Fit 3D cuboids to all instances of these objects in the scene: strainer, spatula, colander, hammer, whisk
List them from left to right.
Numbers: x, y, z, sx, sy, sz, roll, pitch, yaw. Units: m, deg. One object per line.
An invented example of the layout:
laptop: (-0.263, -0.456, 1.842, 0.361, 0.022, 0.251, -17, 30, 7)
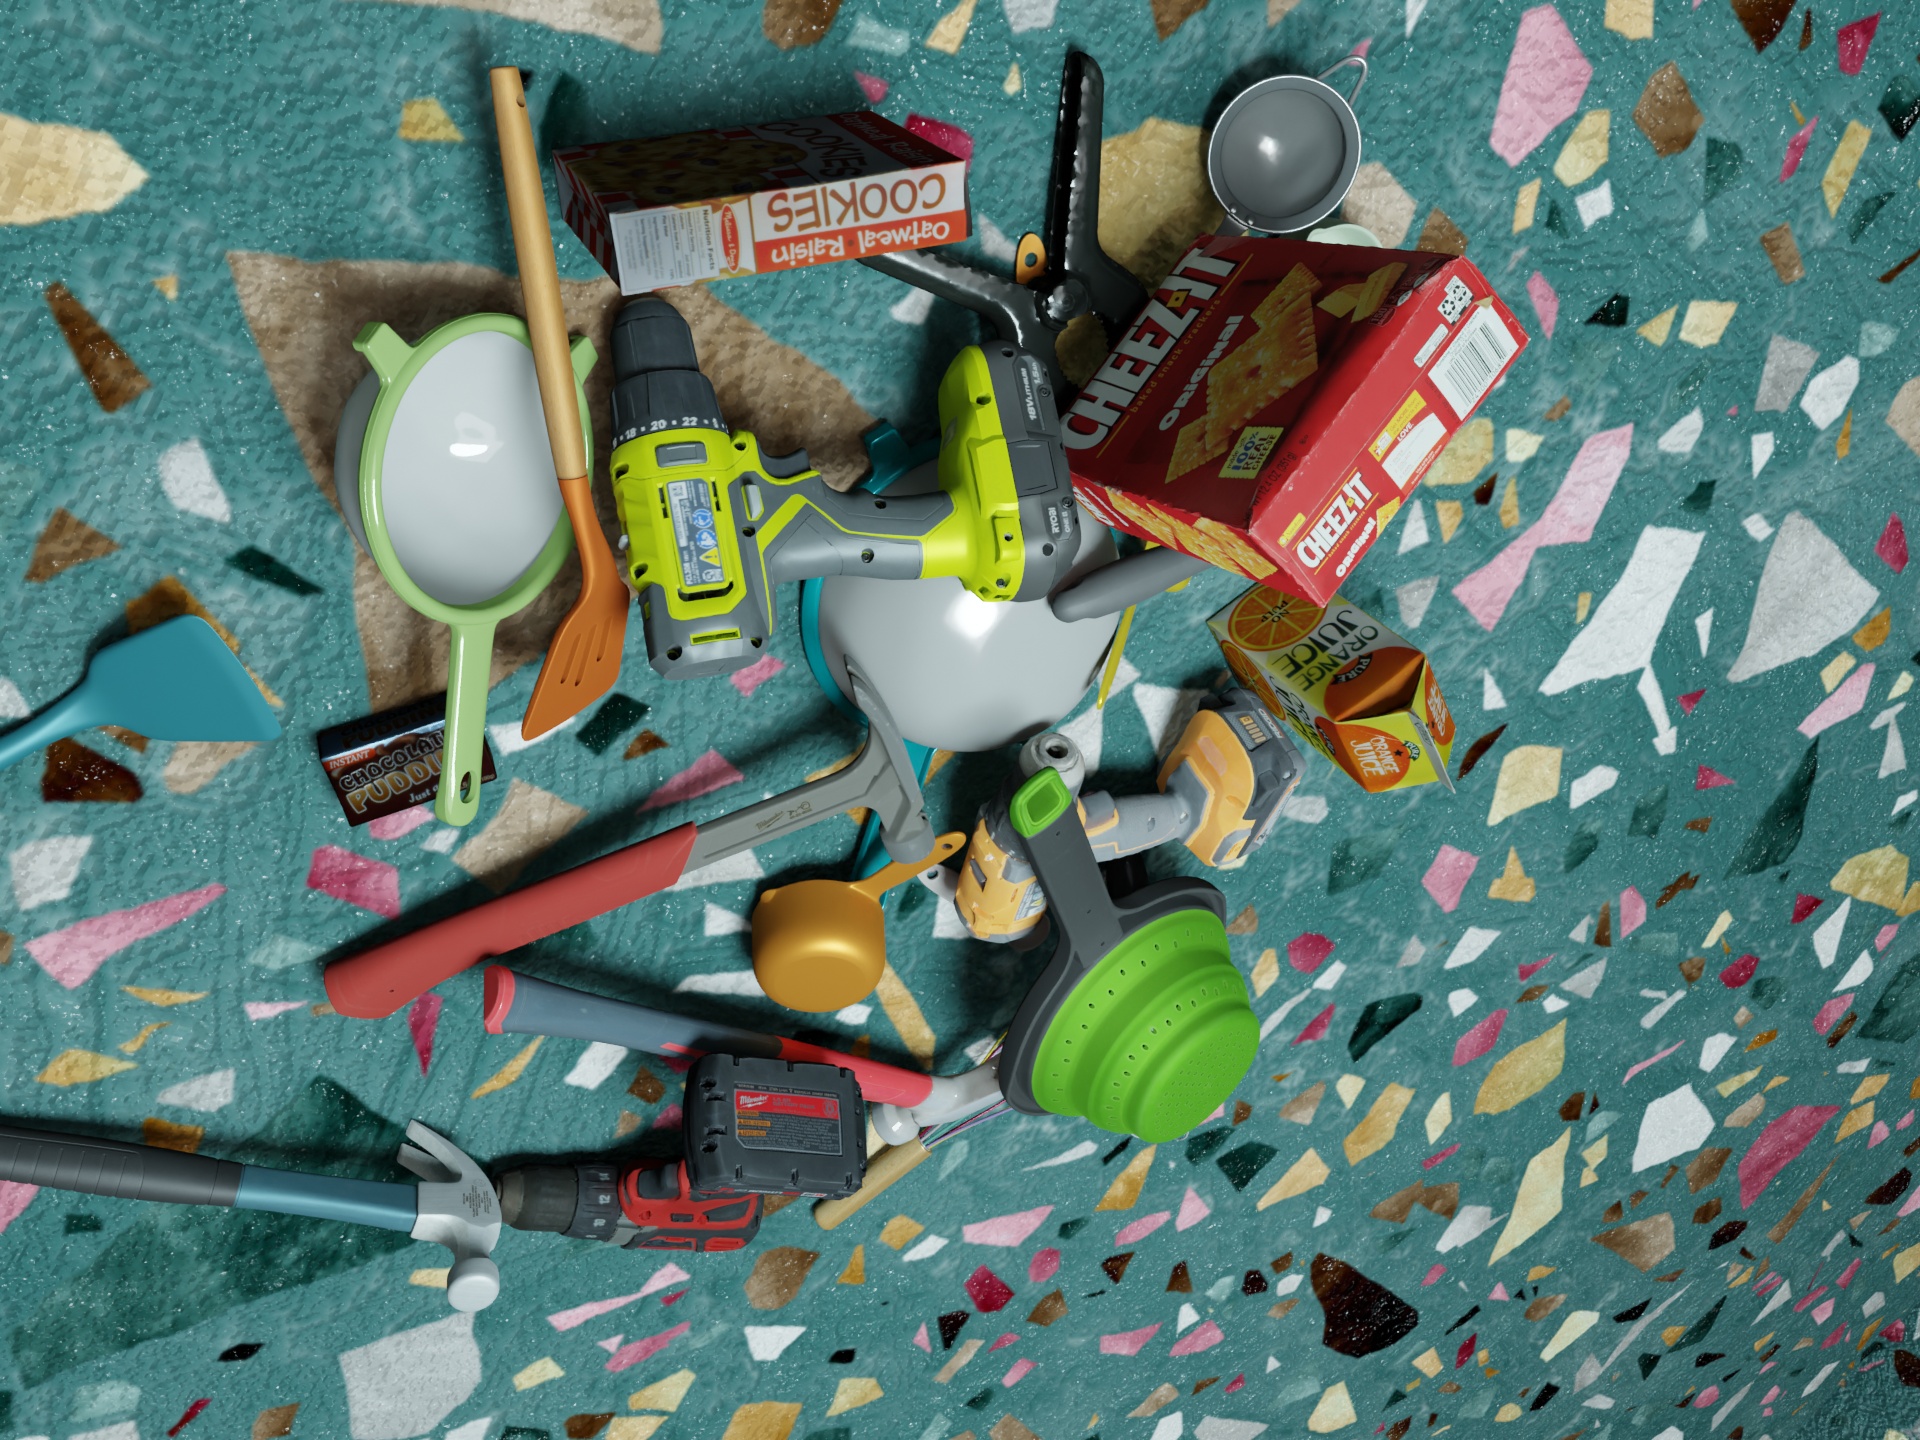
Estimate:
spatula: (-0.500, 0.034, 0.775, 0.317, 0.044, 0.082, -26, 131, -9)
hammer: (-0.432, 0.267, 0.919, 0.330, 0.128, 0.033, 17, 110, -24)
strainer: (-0.260, -0.075, 0.790, 0.151, 0.069, 0.256, -20, 123, -61)
spatula: (-0.200, -0.143, 0.770, 0.081, 0.041, 0.322, -44, 136, -54)
hammer: (-0.198, 0.084, 0.920, 0.359, 0.037, 0.149, -21, 132, -1)
hammer: (-0.124, 0.207, 1.016, 0.143, 0.038, 0.386, -33, 140, 32)
whisk: (-0.013, 0.299, 1.192, 0.245, 0.051, 0.047, -38, 108, 4)
strainer: (-0.002, -0.003, 0.971, 0.211, 0.095, 0.340, 6, 114, -30)
colander: (0.110, 0.165, 0.998, 0.204, 0.095, 0.396, -40, 143, -12)
whisk: (0.139, 0.208, 1.198, 0.070, 0.070, 0.284, -20, 121, -15)
strainer: (0.143, -0.268, 0.917, 0.086, 0.050, 0.258, 30, 109, -17)
whisk: (0.156, -0.103, 0.932, 0.239, 0.055, 0.055, -23, 127, -21)

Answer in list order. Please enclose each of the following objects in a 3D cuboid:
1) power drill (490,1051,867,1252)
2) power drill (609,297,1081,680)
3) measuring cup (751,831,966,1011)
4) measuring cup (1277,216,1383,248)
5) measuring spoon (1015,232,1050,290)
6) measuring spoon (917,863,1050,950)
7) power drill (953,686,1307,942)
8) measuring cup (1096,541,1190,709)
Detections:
power drill: (-0.183, 0.289, 1.025, 0.187, 0.080, 0.226, 14, 144, -31)
power drill: (-0.067, -0.131, 0.823, 0.228, 0.080, 0.190, -9, 84, -17)
measuring cup: (-0.061, 0.129, 1.009, 0.173, 0.052, 0.095, -34, 130, 28)
measuring cup: (0.178, -0.238, 0.955, 0.167, 0.038, 0.083, -35, 128, -1)
measuring spoon: (0.042, -0.222, 0.915, 0.021, 0.011, 0.116, -14, 121, -16)
measuring spoon: (0.014, 0.125, 1.112, 0.124, 0.018, 0.034, 33, 101, -30)
power drill: (0.110, 0.050, 1.030, 0.226, 0.084, 0.185, -18, 148, -23)
measuring cup: (0.118, -0.068, 0.974, 0.062, 0.029, 0.157, 82, 26, -59)
